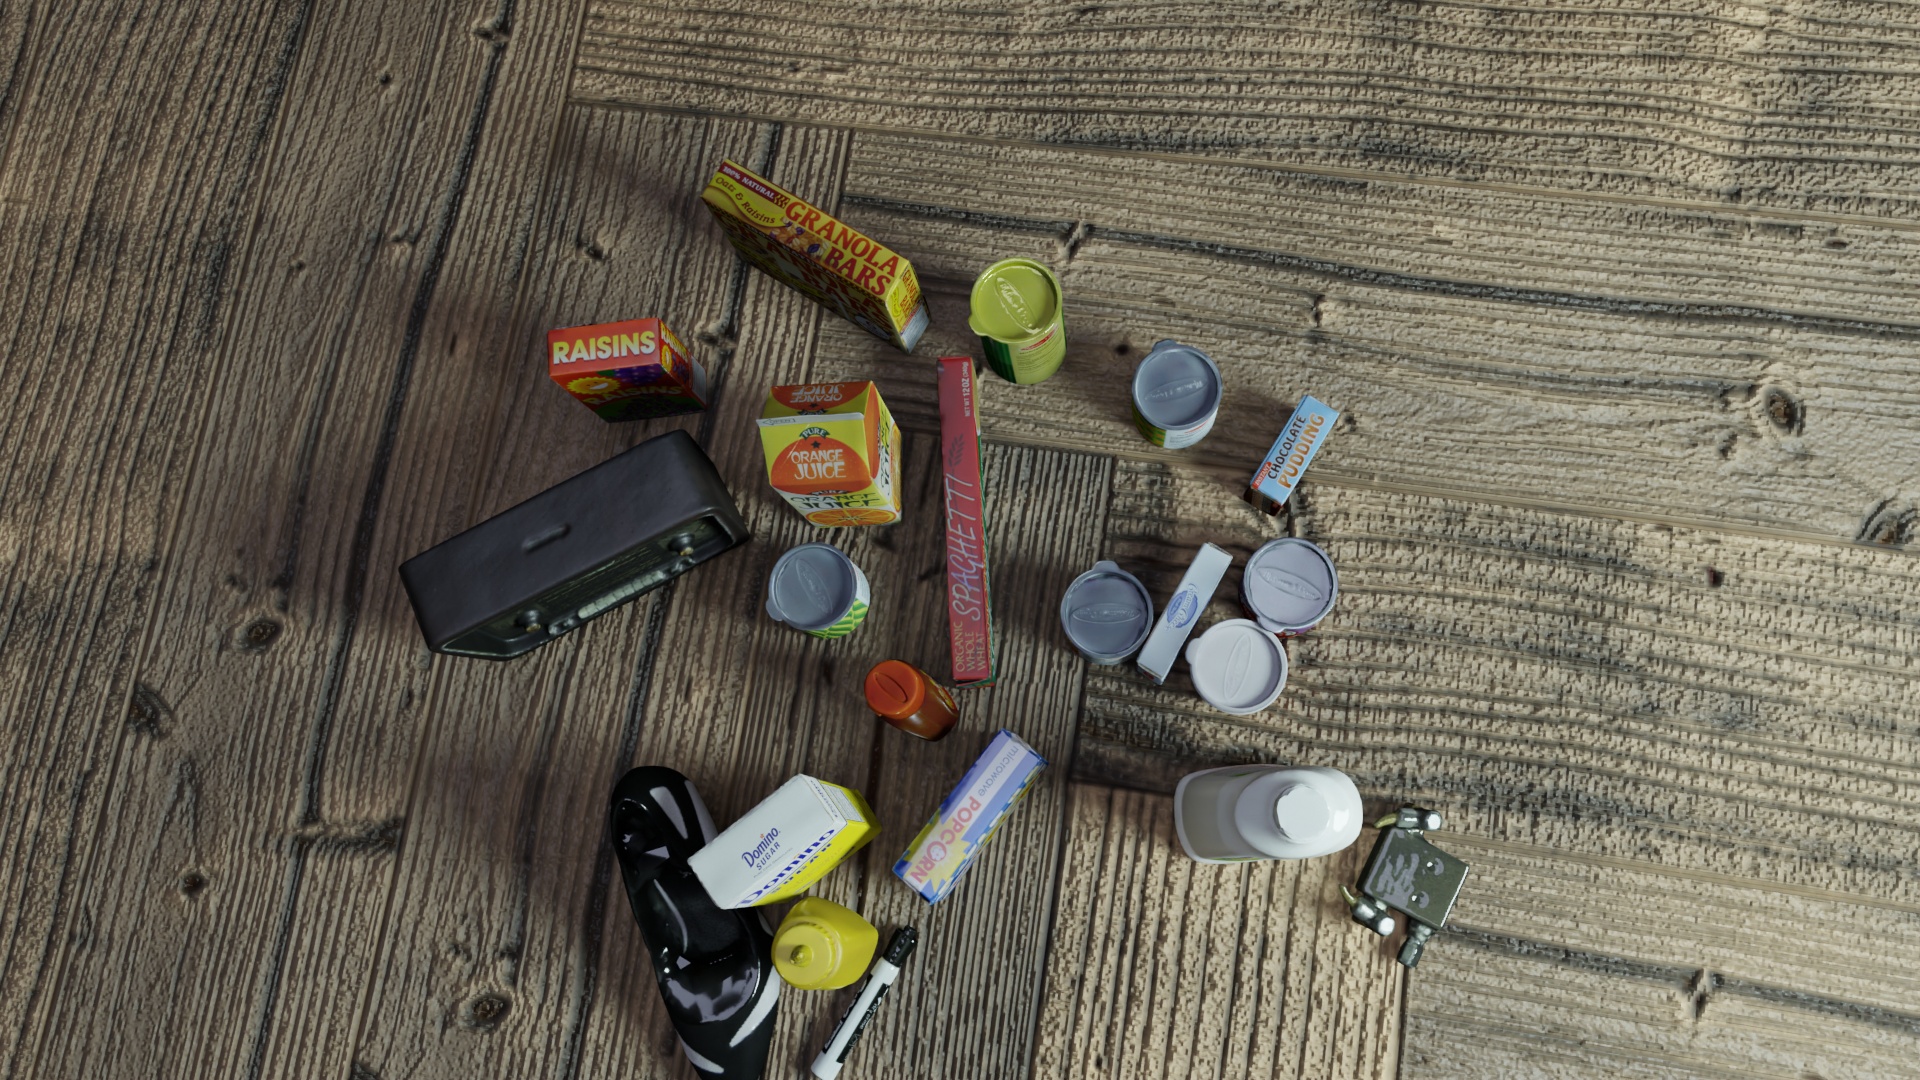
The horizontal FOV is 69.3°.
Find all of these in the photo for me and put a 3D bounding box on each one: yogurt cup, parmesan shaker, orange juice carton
[{"bbox_3d":[0.199,0.093,1.002,0.072,0.054,0.072,-1,79,6],"label":"yogurt cup"},{"bbox_3d":[0.043,-0.162,1.045,0.071,0.103,0.071,-1,79,6],"label":"parmesan shaker"},{"bbox_3d":[-0.089,-0.063,0.993,0.072,0.192,0.073,-2,79,6],"label":"orange juice carton"}]

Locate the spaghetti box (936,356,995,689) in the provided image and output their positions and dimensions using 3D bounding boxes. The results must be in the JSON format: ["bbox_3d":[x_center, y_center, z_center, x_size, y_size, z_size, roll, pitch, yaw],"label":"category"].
[{"bbox_3d":[0.004,-0.013,1.046,0.029,0.050,0.250,-4,78,5],"label":"spaghetti box"}]

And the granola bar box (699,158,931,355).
[{"bbox_3d":[-0.106,-0.215,1.061,0.166,0.124,0.039,31,84,11],"label":"granola bar box"}]

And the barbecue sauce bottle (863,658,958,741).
[{"bbox_3d":[-0.038,0.110,0.975,0.065,0.148,0.044,41,86,12],"label":"barbecue sauce bottle"}]

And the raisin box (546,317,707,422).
[{"bbox_3d":[-0.251,-0.129,1.059,0.086,0.123,0.040,-6,79,5],"label":"raisin box"}]

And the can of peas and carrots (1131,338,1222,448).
[{"bbox_3d":[0.161,-0.109,1.045,0.071,0.058,0.071,-1,79,6],"label":"can of peas and carrots"}]

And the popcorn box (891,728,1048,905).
[{"bbox_3d":[0.010,0.195,0.986,0.038,0.085,0.127,37,85,11],"label":"popcorn box"}]

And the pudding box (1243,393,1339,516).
[{"bbox_3d":[0.245,-0.063,1.031,0.030,0.049,0.084,32,84,11],"label":"pudding box"}]

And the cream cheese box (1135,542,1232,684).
[{"bbox_3d":[0.162,0.054,1.014,0.024,0.053,0.104,30,83,11],"label":"cream cheese box"}]

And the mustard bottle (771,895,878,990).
[{"bbox_3d":[-0.098,0.276,0.942,0.065,0.160,0.049,25,83,10],"label":"mustard bottle"}]

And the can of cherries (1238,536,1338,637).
[{"bbox_3d":[0.234,0.037,1.008,0.071,0.058,0.071,-1,79,6],"label":"can of cherries"}]

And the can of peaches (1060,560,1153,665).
[{"bbox_3d":[0.107,0.054,1.018,0.071,0.058,0.071,-1,79,6],"label":"can of peaches"}]

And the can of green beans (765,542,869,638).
[{"bbox_3d":[-0.105,0.039,1.043,0.071,0.057,0.071,-1,79,6],"label":"can of green beans"}]
